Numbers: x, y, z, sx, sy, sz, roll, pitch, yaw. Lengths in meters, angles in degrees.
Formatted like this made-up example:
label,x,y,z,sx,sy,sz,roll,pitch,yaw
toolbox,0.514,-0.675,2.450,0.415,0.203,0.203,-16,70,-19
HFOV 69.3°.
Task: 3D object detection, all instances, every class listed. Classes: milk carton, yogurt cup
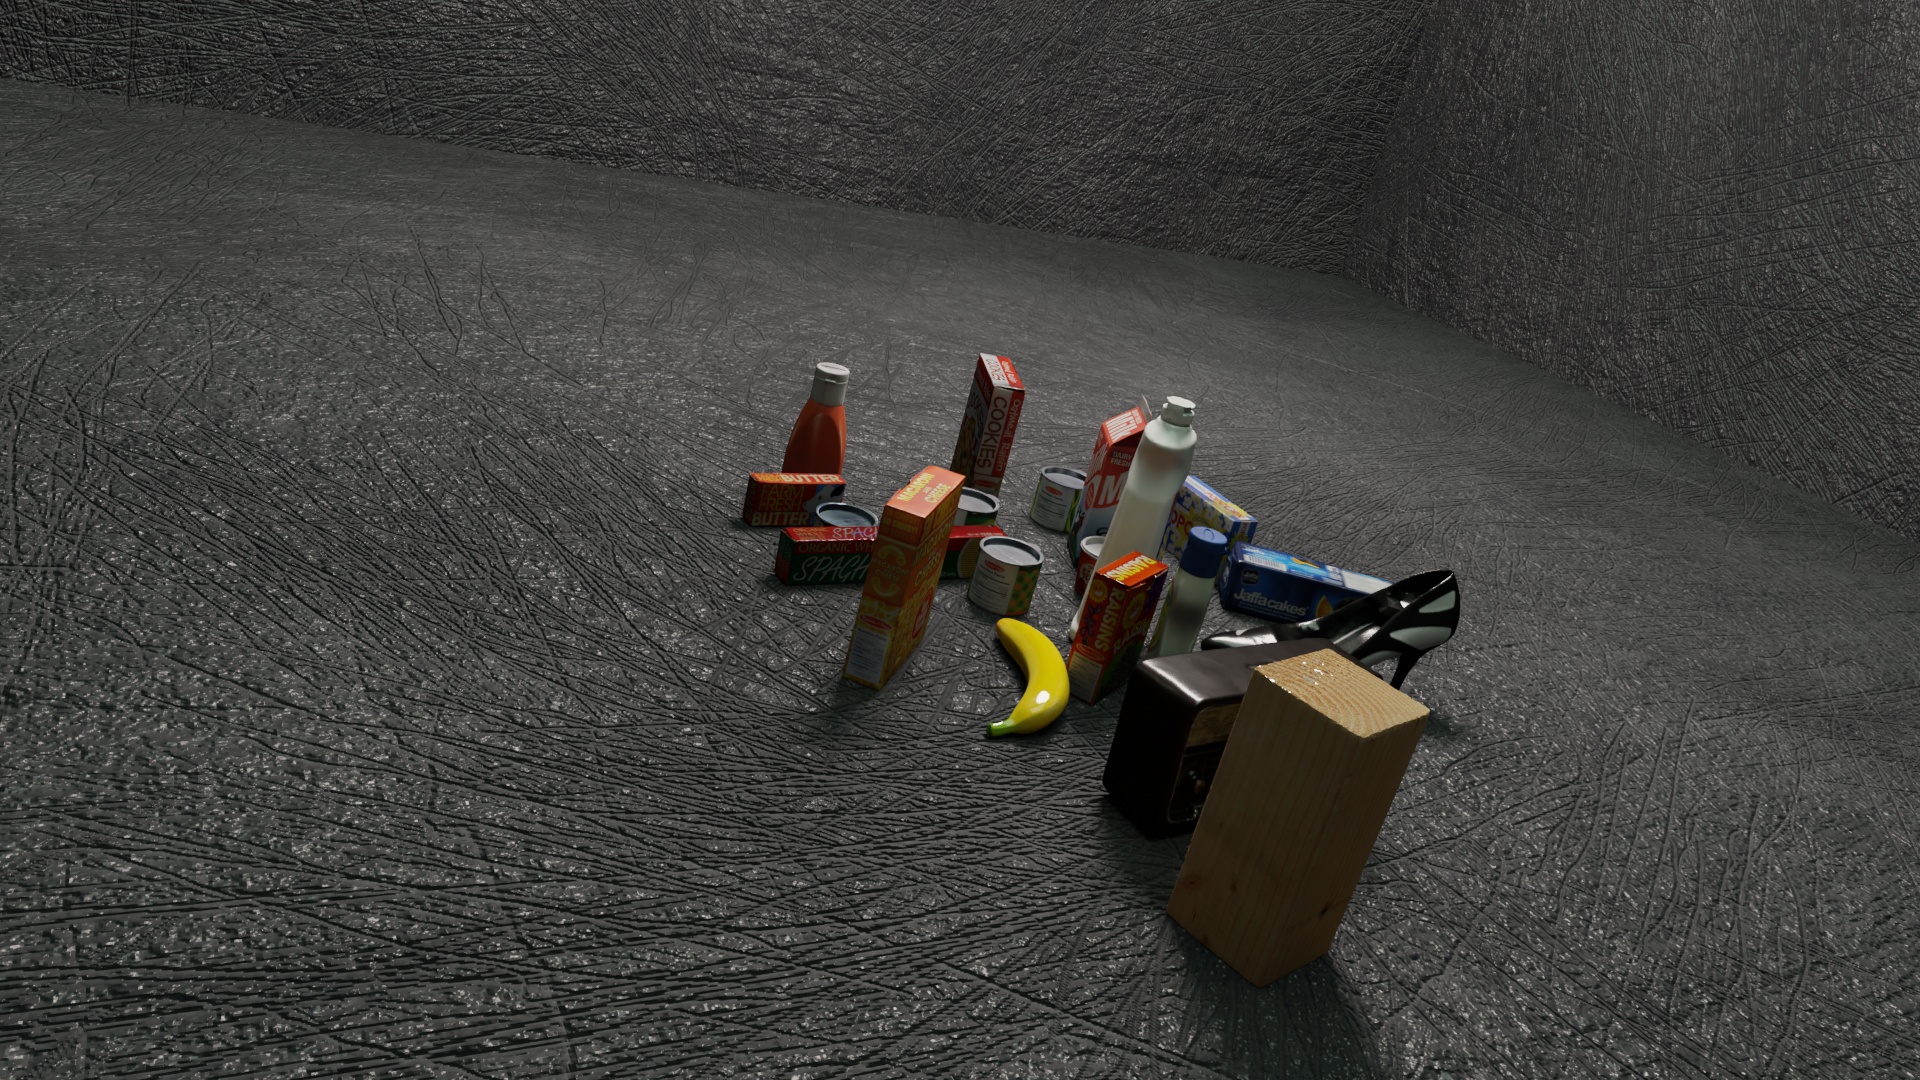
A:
label,x,y,z,sx,sy,sz,roll,pitch,yaw
milk carton,0.179,-0.062,1.533,0.073,0.189,0.072,12,22,-7
yogurt cup,0.154,0.033,1.474,0.072,0.053,0.073,13,22,-5

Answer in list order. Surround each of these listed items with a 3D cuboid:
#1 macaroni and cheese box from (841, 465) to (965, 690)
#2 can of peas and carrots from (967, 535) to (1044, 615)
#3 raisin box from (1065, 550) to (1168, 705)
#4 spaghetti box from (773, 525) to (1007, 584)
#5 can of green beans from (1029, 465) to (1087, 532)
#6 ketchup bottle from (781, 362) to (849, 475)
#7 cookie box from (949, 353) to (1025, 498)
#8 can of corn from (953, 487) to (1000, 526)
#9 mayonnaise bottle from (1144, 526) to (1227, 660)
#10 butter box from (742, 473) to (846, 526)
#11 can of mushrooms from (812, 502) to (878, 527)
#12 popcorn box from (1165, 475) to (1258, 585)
label,x,y,z,sx,sy,sz,roll,pitch,yaw
macaroni and cheese box,-0.049,0.030,1.211,0.040,0.165,0.124,19,23,10
can of peas and carrots,0.046,0.035,1.398,0.071,0.058,0.071,13,22,-5
raisin box,0.141,0.079,1.268,0.040,0.123,0.086,26,25,26
spaghetti box,-0.066,0.013,1.390,0.251,0.050,0.029,-1,27,-33
can of green beans,0.120,-0.049,1.639,0.071,0.057,0.071,13,22,-5
ketchup bottle,-0.153,-0.119,1.516,0.065,0.148,0.044,12,22,-7
cookie box,0.029,-0.118,1.603,0.040,0.166,0.123,10,23,-12
can of corn,0.005,-0.019,1.498,0.071,0.058,0.071,13,22,-5
mayonnaise bottle,0.215,0.060,1.327,0.041,0.147,0.065,15,22,1
butter box,-0.173,-0.042,1.451,0.104,0.053,0.024,0,26,-32
can of mushrooms,-0.119,-0.010,1.435,0.071,0.033,0.071,13,23,-5
popcorn box,0.283,-0.013,1.619,0.038,0.085,0.127,1,26,-31
